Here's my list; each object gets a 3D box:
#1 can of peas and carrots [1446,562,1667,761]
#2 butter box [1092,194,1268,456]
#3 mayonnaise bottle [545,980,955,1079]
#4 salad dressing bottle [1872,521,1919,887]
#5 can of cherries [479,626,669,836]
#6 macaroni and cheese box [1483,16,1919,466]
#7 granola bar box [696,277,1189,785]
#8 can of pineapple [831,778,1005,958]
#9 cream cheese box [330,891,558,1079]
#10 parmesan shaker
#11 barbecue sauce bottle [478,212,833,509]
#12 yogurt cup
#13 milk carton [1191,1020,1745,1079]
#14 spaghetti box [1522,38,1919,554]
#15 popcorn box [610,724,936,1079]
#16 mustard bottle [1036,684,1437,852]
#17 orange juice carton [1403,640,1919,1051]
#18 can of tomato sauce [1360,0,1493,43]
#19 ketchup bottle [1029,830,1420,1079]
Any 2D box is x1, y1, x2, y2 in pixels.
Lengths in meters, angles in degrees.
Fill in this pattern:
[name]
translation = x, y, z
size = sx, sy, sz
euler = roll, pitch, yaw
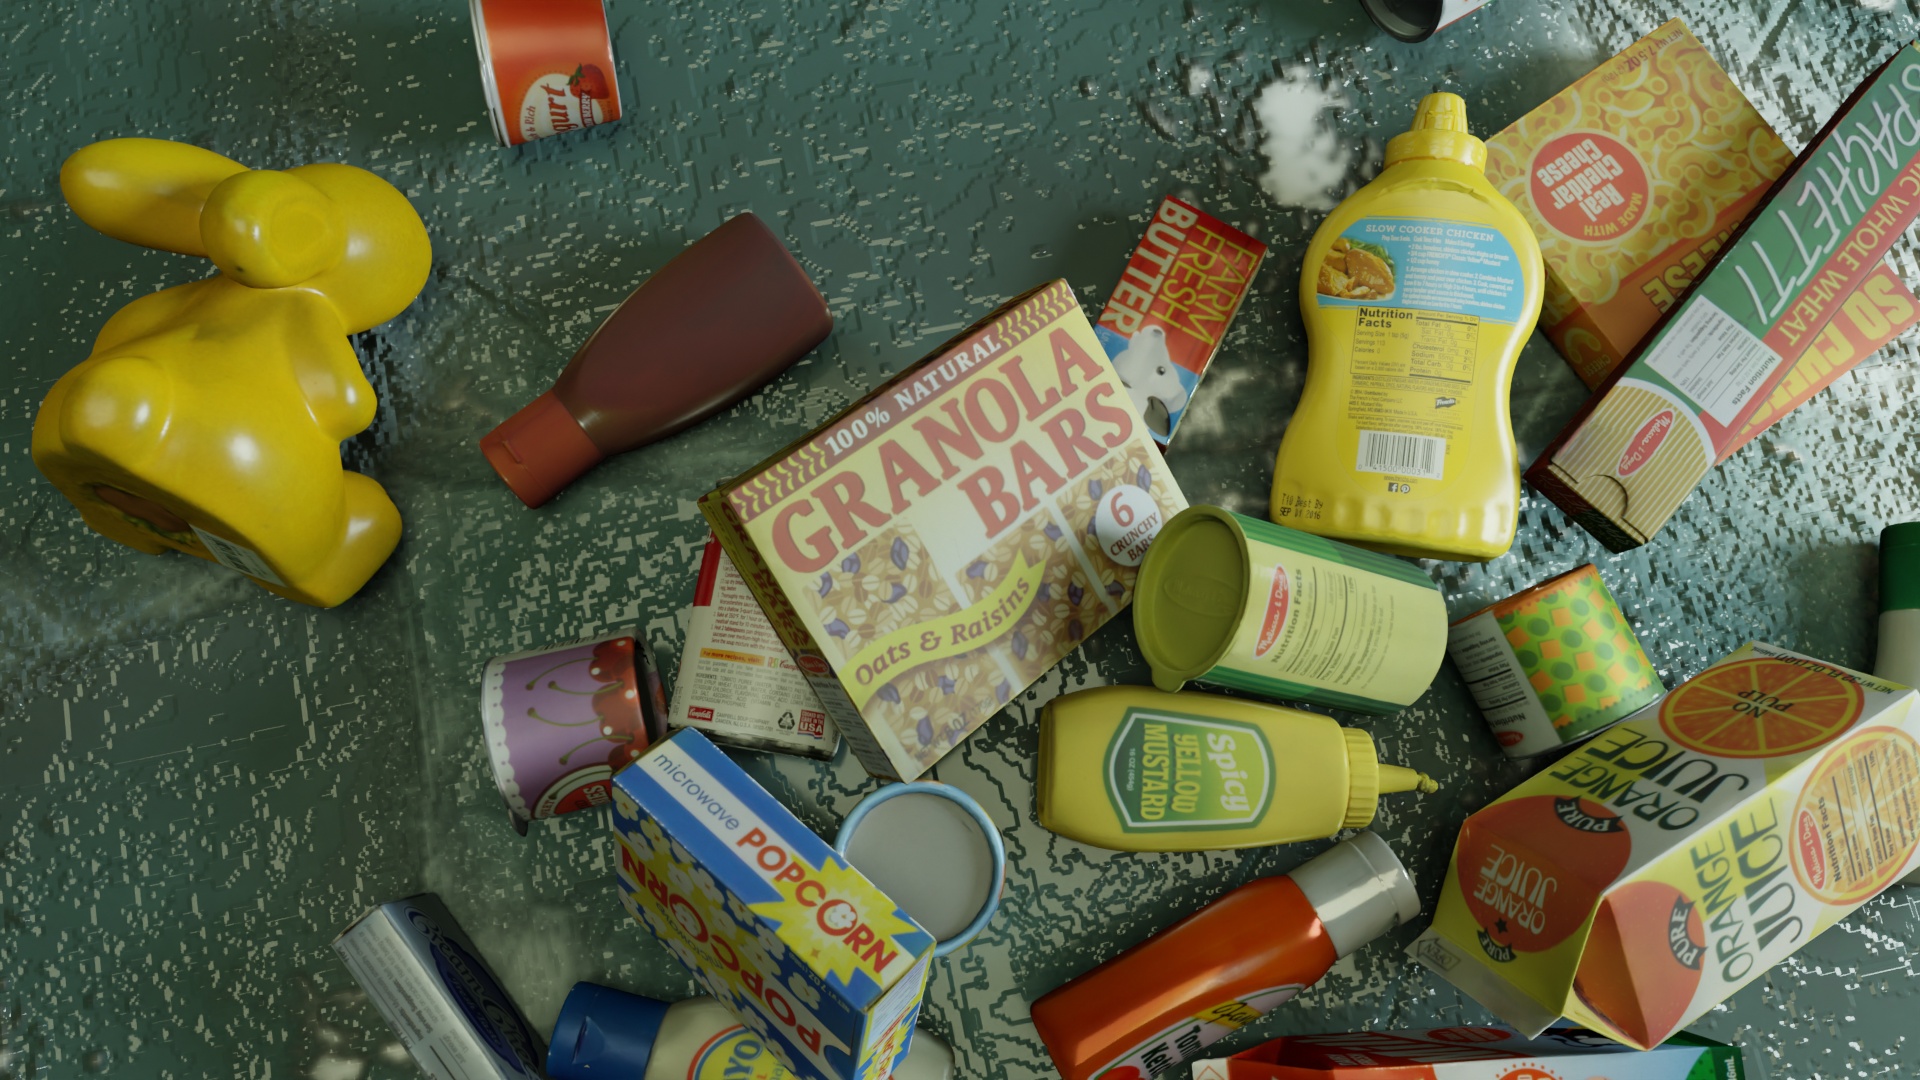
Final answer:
[can of peas and carrots]
translation = 0.238, 0.047, 0.556
size = 0.071, 0.071, 0.059
euler = -25, 80, -6
[butter box]
translation = 0.087, -0.093, 0.601
size = 0.053, 0.024, 0.103
euler = 27, 80, 3
[mayonnaise bottle]
translation = -0.080, 0.204, 0.527
size = 0.148, 0.041, 0.065
euler = 14, 77, 0
[salad dressing bottle]
translation = 0.397, 0.067, 0.568
size = 0.064, 0.044, 0.148
euler = 8, 78, -2
[can of cherries]
translation = -0.146, 0.074, 0.539
size = 0.058, 0.071, 0.071
euler = -12, 80, -5
[macaroni and cheese box]
translation = 0.311, -0.127, 0.606
size = 0.124, 0.040, 0.166
euler = -33, 81, -7
[granola bar box]
translation = 0.002, -0.007, 0.531
size = 0.166, 0.039, 0.124
euler = -36, 102, -27
[can of pineapple]
translation = -0.016, 0.125, 0.536
size = 0.071, 0.057, 0.071
euler = 1, 77, -4
[cream cheese box]
translation = -0.188, 0.181, 0.522
size = 0.024, 0.053, 0.104
euler = -39, 82, -6
[parmesan shaker]
translation = 0.127, 0.032, 0.537
size = 0.103, 0.071, 0.071
euler = 14, 77, -29
[barbecue sauce bottle]
translation = -0.129, -0.071, 0.580
size = 0.149, 0.043, 0.065
euler = -38, 82, -8
[yogurt cup]
translation = -0.177, -0.206, 0.596
size = 0.054, 0.072, 0.072
euler = -10, 79, -12
[milk carton]
translation = 0.183, 0.223, 0.515
size = 0.191, 0.073, 0.072
euler = -3, 79, -2
[spaghetti box]
translation = 0.328, -0.101, 0.565
size = 0.050, 0.028, 0.250
euler = 42, 81, 6
[popcorn box]
translation = -0.071, 0.136, 0.498
size = 0.127, 0.084, 0.038
euler = 36, 48, 24
[mustard bottle]
translation = 0.112, 0.091, 0.552
size = 0.160, 0.049, 0.065
euler = 2, 84, -1
[orange juice carton]
translation = 0.263, 0.119, 0.519
size = 0.193, 0.072, 0.073
euler = -27, 108, -12
[can of tomato sauce]
translation = 0.225, -0.273, 0.621
size = 0.083, 0.071, 0.071
euler = -30, 81, -8
[ketchup bottle]
translation = 0.101, 0.161, 0.527
size = 0.149, 0.064, 0.044
euler = -28, 56, -4
